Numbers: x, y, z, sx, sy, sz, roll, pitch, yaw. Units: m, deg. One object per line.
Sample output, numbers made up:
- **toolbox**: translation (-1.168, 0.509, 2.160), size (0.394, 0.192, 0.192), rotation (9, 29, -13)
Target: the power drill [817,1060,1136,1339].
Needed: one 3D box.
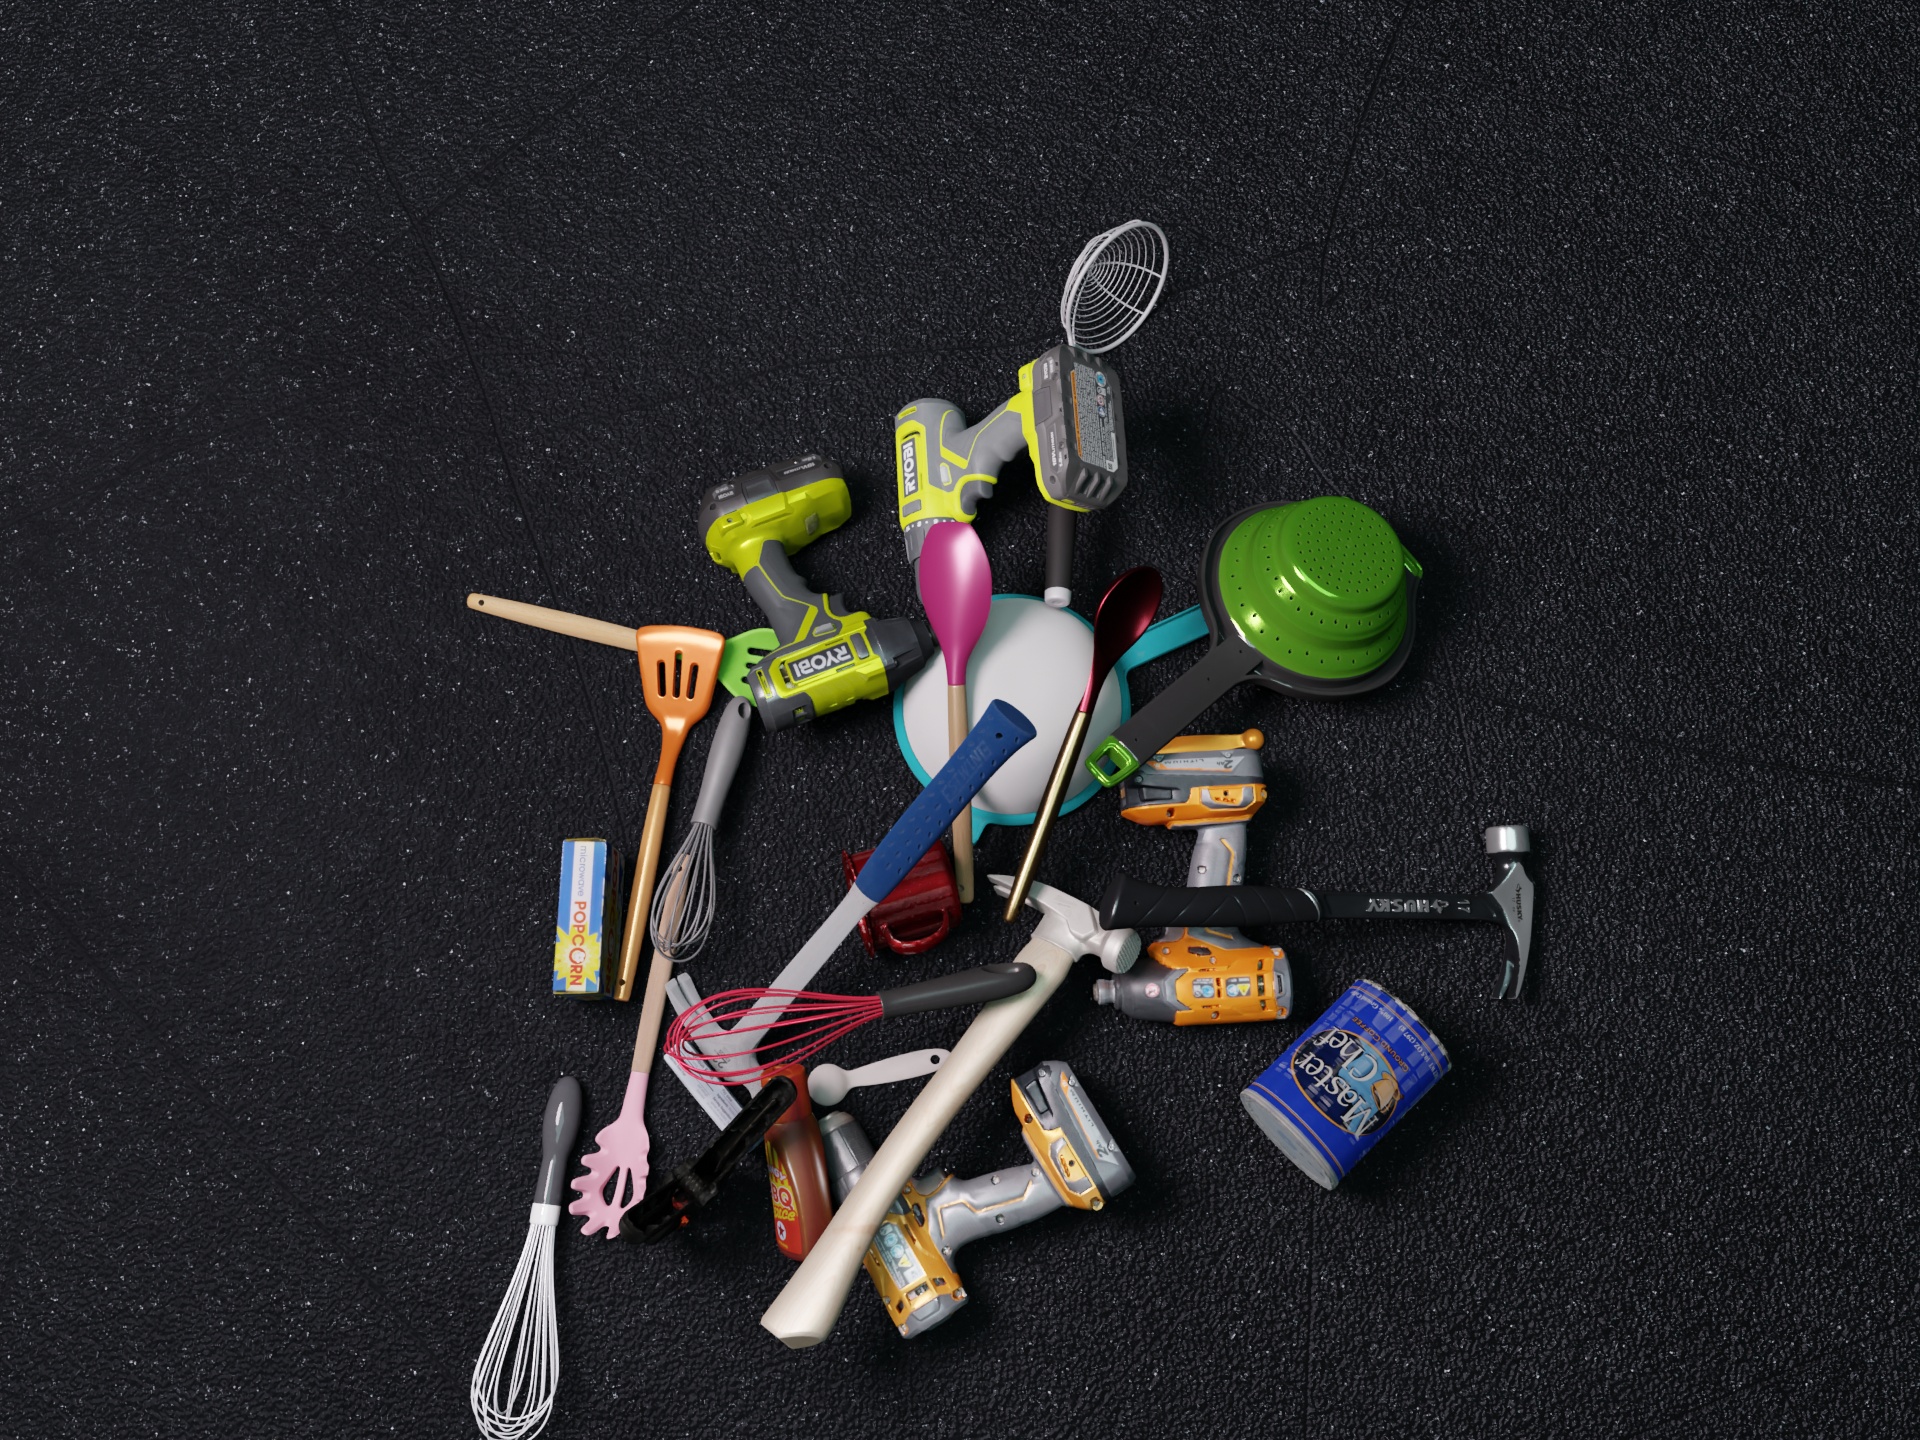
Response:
- **power drill**: translation (0.005, 0.360, 1.288), size (0.226, 0.084, 0.185), rotation (-31, 72, -4)

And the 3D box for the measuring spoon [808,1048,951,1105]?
- **measuring spoon**: translation (-0.067, 0.294, 1.330), size (0.124, 0.018, 0.034), rotation (-12, 77, -5)

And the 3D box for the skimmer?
- **skimmer**: translation (0.128, -0.271, 1.406), size (0.090, 0.127, 0.363), rotation (-2, 69, 21)

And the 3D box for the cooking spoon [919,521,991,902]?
- **cooking spoon**: translation (-0.002, -0.004, 1.315), size (0.069, 0.017, 0.319), rotation (3, 100, 30)

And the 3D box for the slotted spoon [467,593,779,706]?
- **slotted spoon**: translation (-0.285, -0.073, 1.408), size (0.314, 0.031, 0.070), rotation (13, 87, 4)

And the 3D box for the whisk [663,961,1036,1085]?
- **whisk**: translation (-0.081, 0.225, 1.229), size (0.295, 0.073, 0.073), rotation (-9, 77, -15)

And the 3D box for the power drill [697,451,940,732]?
- **power drill**: translation (-0.123, -0.114, 1.372), size (0.171, 0.080, 0.223), rotation (-21, 65, -8)

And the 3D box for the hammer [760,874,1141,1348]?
- **hammer**: translation (-0.026, 0.302, 1.256), size (0.146, 0.038, 0.411), rotation (23, 64, 35)

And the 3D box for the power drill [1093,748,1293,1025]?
- **power drill**: translation (0.188, 0.143, 1.344), size (0.164, 0.084, 0.226), rotation (-3, 81, -2)

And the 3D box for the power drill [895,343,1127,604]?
- **power drill**: translation (0.032, -0.207, 1.367), size (0.080, 0.228, 0.191), rotation (9, 71, -42)

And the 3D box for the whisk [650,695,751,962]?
- **whisk**: translation (-0.214, 0.089, 1.346), size (0.055, 0.055, 0.239), rotation (13, 70, 1)

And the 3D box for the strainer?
- **strainer**: translation (0.105, -0.047, 1.378), size (0.340, 0.095, 0.211), rotation (-25, 78, -6)

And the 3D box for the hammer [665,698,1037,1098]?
- **hammer**: translation (-0.084, 0.139, 1.259), size (0.144, 0.035, 0.405), rotation (42, 110, 8)

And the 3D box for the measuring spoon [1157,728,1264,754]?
- **measuring spoon**: translation (0.212, 0.021, 1.407), size (0.117, 0.011, 0.021), rotation (-6, 77, -3)

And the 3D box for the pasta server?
- **pasta server**: translation (-0.263, 0.265, 1.322), size (0.060, 0.040, 0.316), rotation (7, 75, 8)

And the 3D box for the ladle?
- **ladle**: translation (0.095, 0.019, 1.315), size (0.031, 0.069, 0.315), rotation (18, 87, 44)

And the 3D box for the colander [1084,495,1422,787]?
- **colander**: translation (0.257, -0.080, 1.340), size (0.397, 0.094, 0.204), rotation (-38, 77, -25)

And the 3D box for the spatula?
- **spatula**: translation (-0.262, 0.077, 1.359), size (0.081, 0.041, 0.323), rotation (6, 73, 7)

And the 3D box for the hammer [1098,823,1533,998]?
- **hammer**: translation (0.302, 0.157, 1.306), size (0.408, 0.036, 0.149), rotation (2, 79, -20)

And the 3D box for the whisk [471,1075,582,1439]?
- **whisk**: translation (-0.338, 0.430, 1.275), size (0.070, 0.070, 0.285), rotation (7, 71, 0)
